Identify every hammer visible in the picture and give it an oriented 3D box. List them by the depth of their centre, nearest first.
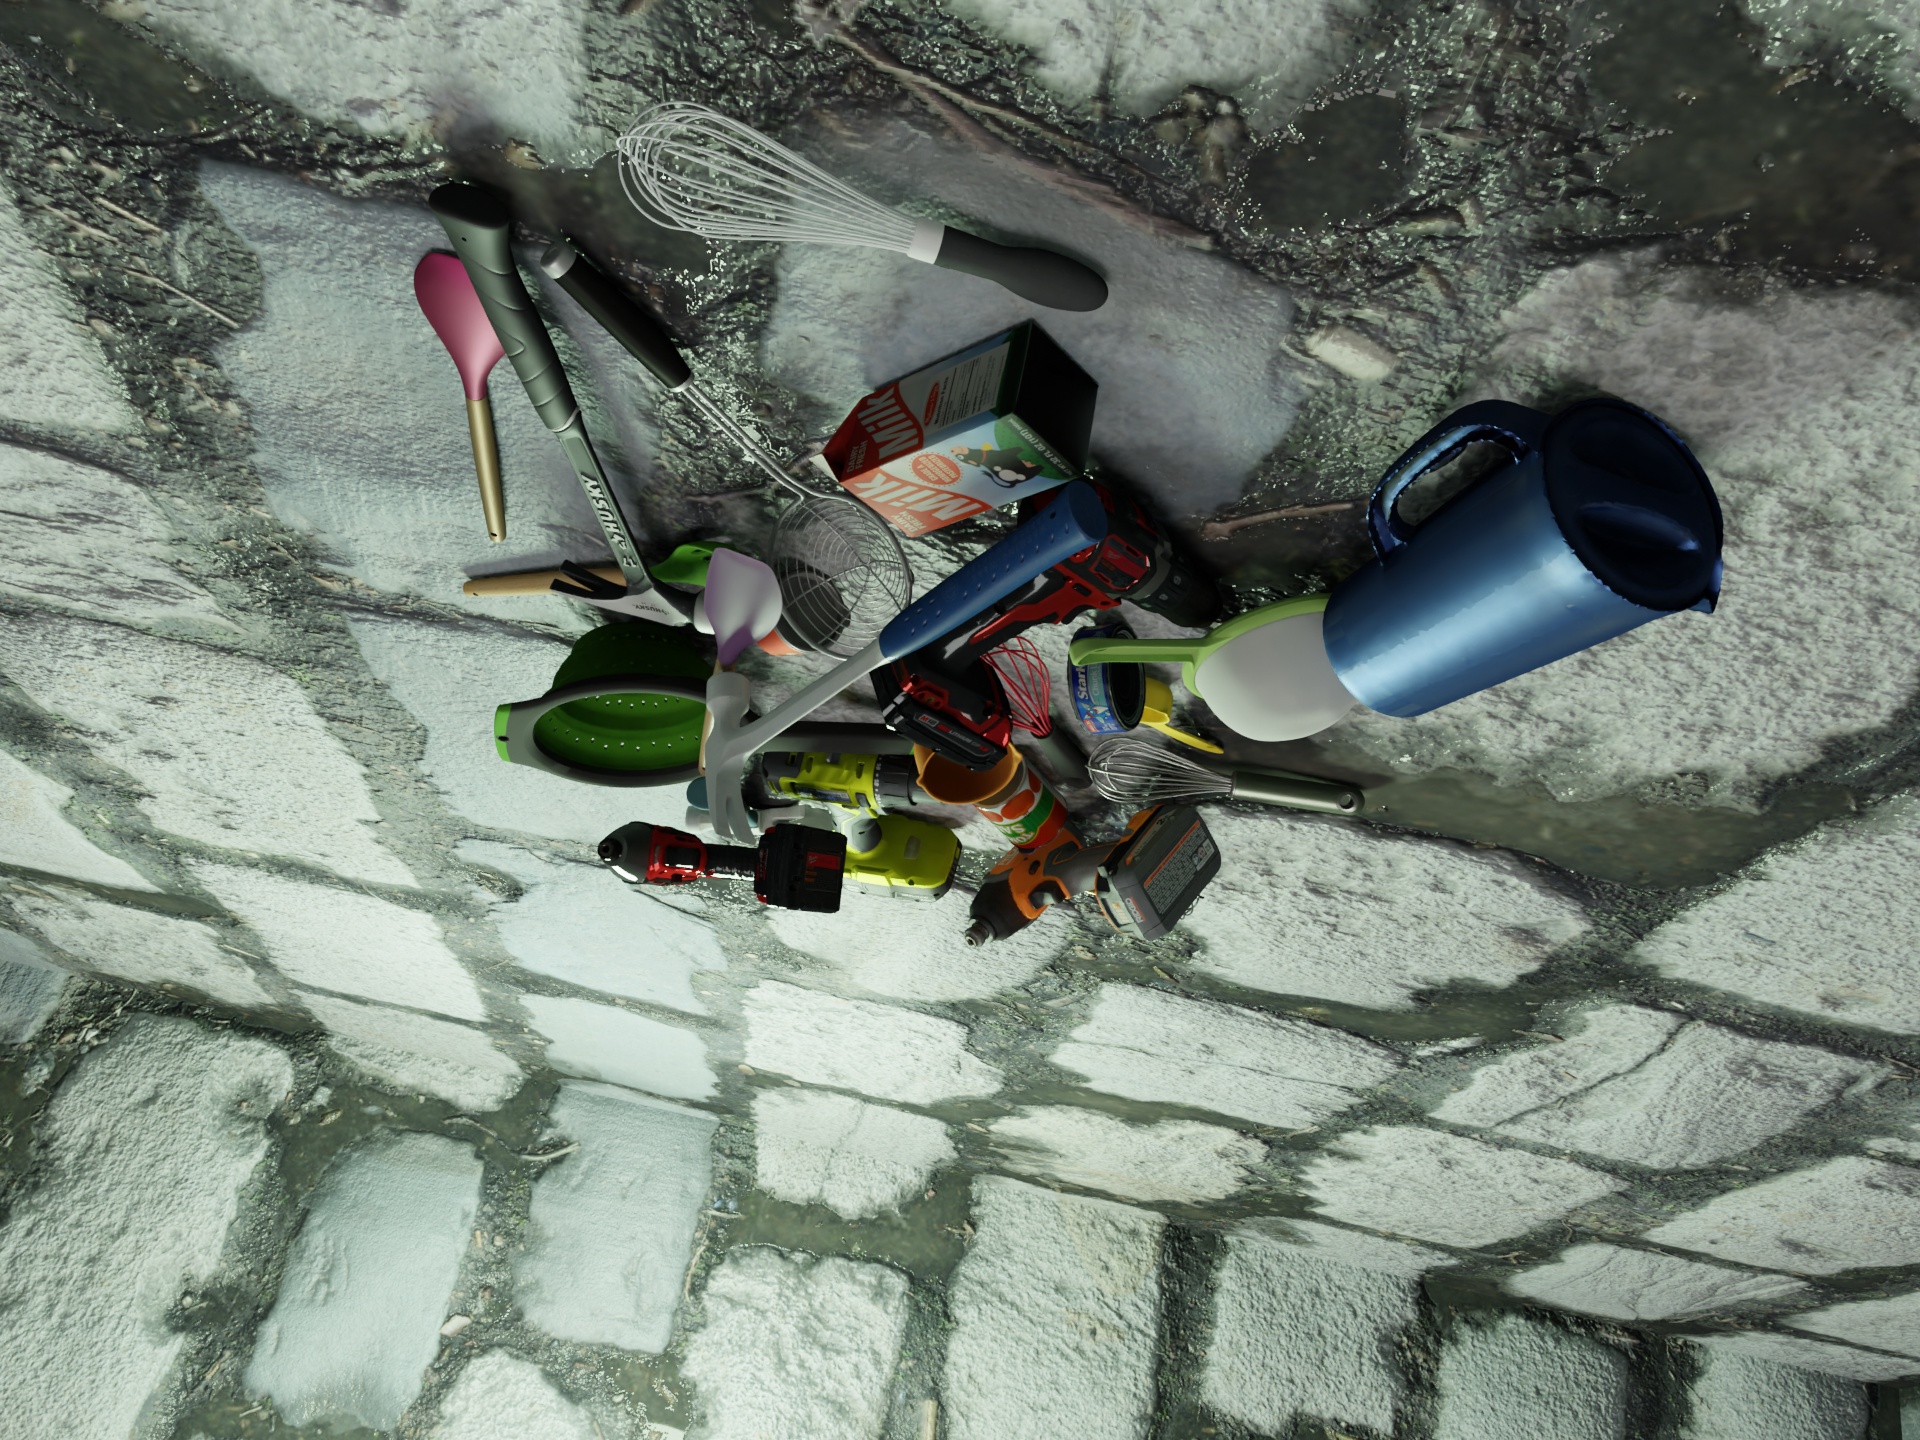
[{"bbox_3d":[-0.055,-0.042,1.089,0.035,0.144,0.405,21,143,-36],"label":"hammer"},{"bbox_3d":[-0.274,-0.199,1.107,0.149,0.036,0.408,10,148,15],"label":"hammer"},{"bbox_3d":[-0.223,0.086,1.544,0.128,0.033,0.331,2,172,-1],"label":"hammer"}]

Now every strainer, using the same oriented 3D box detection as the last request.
[{"bbox_3d":[0.195,-0.027,1.128,0.256,0.069,0.151,-1,153,-28],"label":"strainer"}]

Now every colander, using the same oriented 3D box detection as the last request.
[{"bbox_3d":[-0.205,-0.020,1.408,0.397,0.095,0.204,2,153,-14],"label":"colander"}]

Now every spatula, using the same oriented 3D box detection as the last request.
[{"bbox_3d":[-0.185,-0.035,1.257,0.060,0.018,0.315,21,146,-3],"label":"spatula"}]

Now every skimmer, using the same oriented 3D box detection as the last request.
[{"bbox_3d":[-0.159,-0.171,1.083,0.127,0.090,0.362,-7,147,35],"label":"skimmer"}]

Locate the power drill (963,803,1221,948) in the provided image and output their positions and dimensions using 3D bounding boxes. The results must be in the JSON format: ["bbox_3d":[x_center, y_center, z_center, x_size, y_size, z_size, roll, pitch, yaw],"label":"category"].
[{"bbox_3d":[0.109,0.151,1.462,0.226,0.164,0.084,-11,116,49],"label":"power drill"}]

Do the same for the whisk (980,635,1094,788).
[{"bbox_3d":[0.063,-0.003,1.347,0.073,0.073,0.295,0,157,23],"label":"whisk"}]

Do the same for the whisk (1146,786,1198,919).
[{"bbox_3d":[0.203,0.132,1.549,0.055,0.055,0.238,5,147,15],"label":"whisk"}]

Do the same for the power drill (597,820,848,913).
[{"bbox_3d":[-0.230,0.133,1.511,0.220,0.078,0.143,3,172,22],"label":"power drill"}]

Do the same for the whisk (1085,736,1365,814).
[{"bbox_3d":[0.232,0.055,1.398,0.246,0.058,0.059,8,-173,3],"label":"whisk"}]

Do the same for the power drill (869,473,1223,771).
[{"bbox_3d":[0.063,-0.064,1.137,0.226,0.080,0.187,-42,134,23],"label":"power drill"}]

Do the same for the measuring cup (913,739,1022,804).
[{"bbox_3d":[-0.002,-0.004,1.369,0.095,0.052,0.173,-14,133,-5],"label":"measuring cup"}]

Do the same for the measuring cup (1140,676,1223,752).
[{"bbox_3d":[0.177,-0.005,1.331,0.062,0.029,0.156,3,166,43],"label":"measuring cup"}]

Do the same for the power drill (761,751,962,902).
[{"bbox_3d":[-0.073,0.092,1.552,0.190,0.080,0.228,7,149,18],"label":"power drill"}]

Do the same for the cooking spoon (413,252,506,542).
[{"bbox_3d":[-0.348,-0.221,1.150,0.068,0.017,0.318,15,151,-3],"label":"cooking spoon"}]

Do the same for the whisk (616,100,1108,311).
[{"bbox_3d":[-0.050,-0.277,0.886,0.284,0.070,0.070,14,153,-13],"label":"whisk"}]

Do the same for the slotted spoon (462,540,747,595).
[{"bbox_3d":[-0.293,-0.118,1.311,0.314,0.031,0.070,-1,149,29],"label":"slotted spoon"}]
